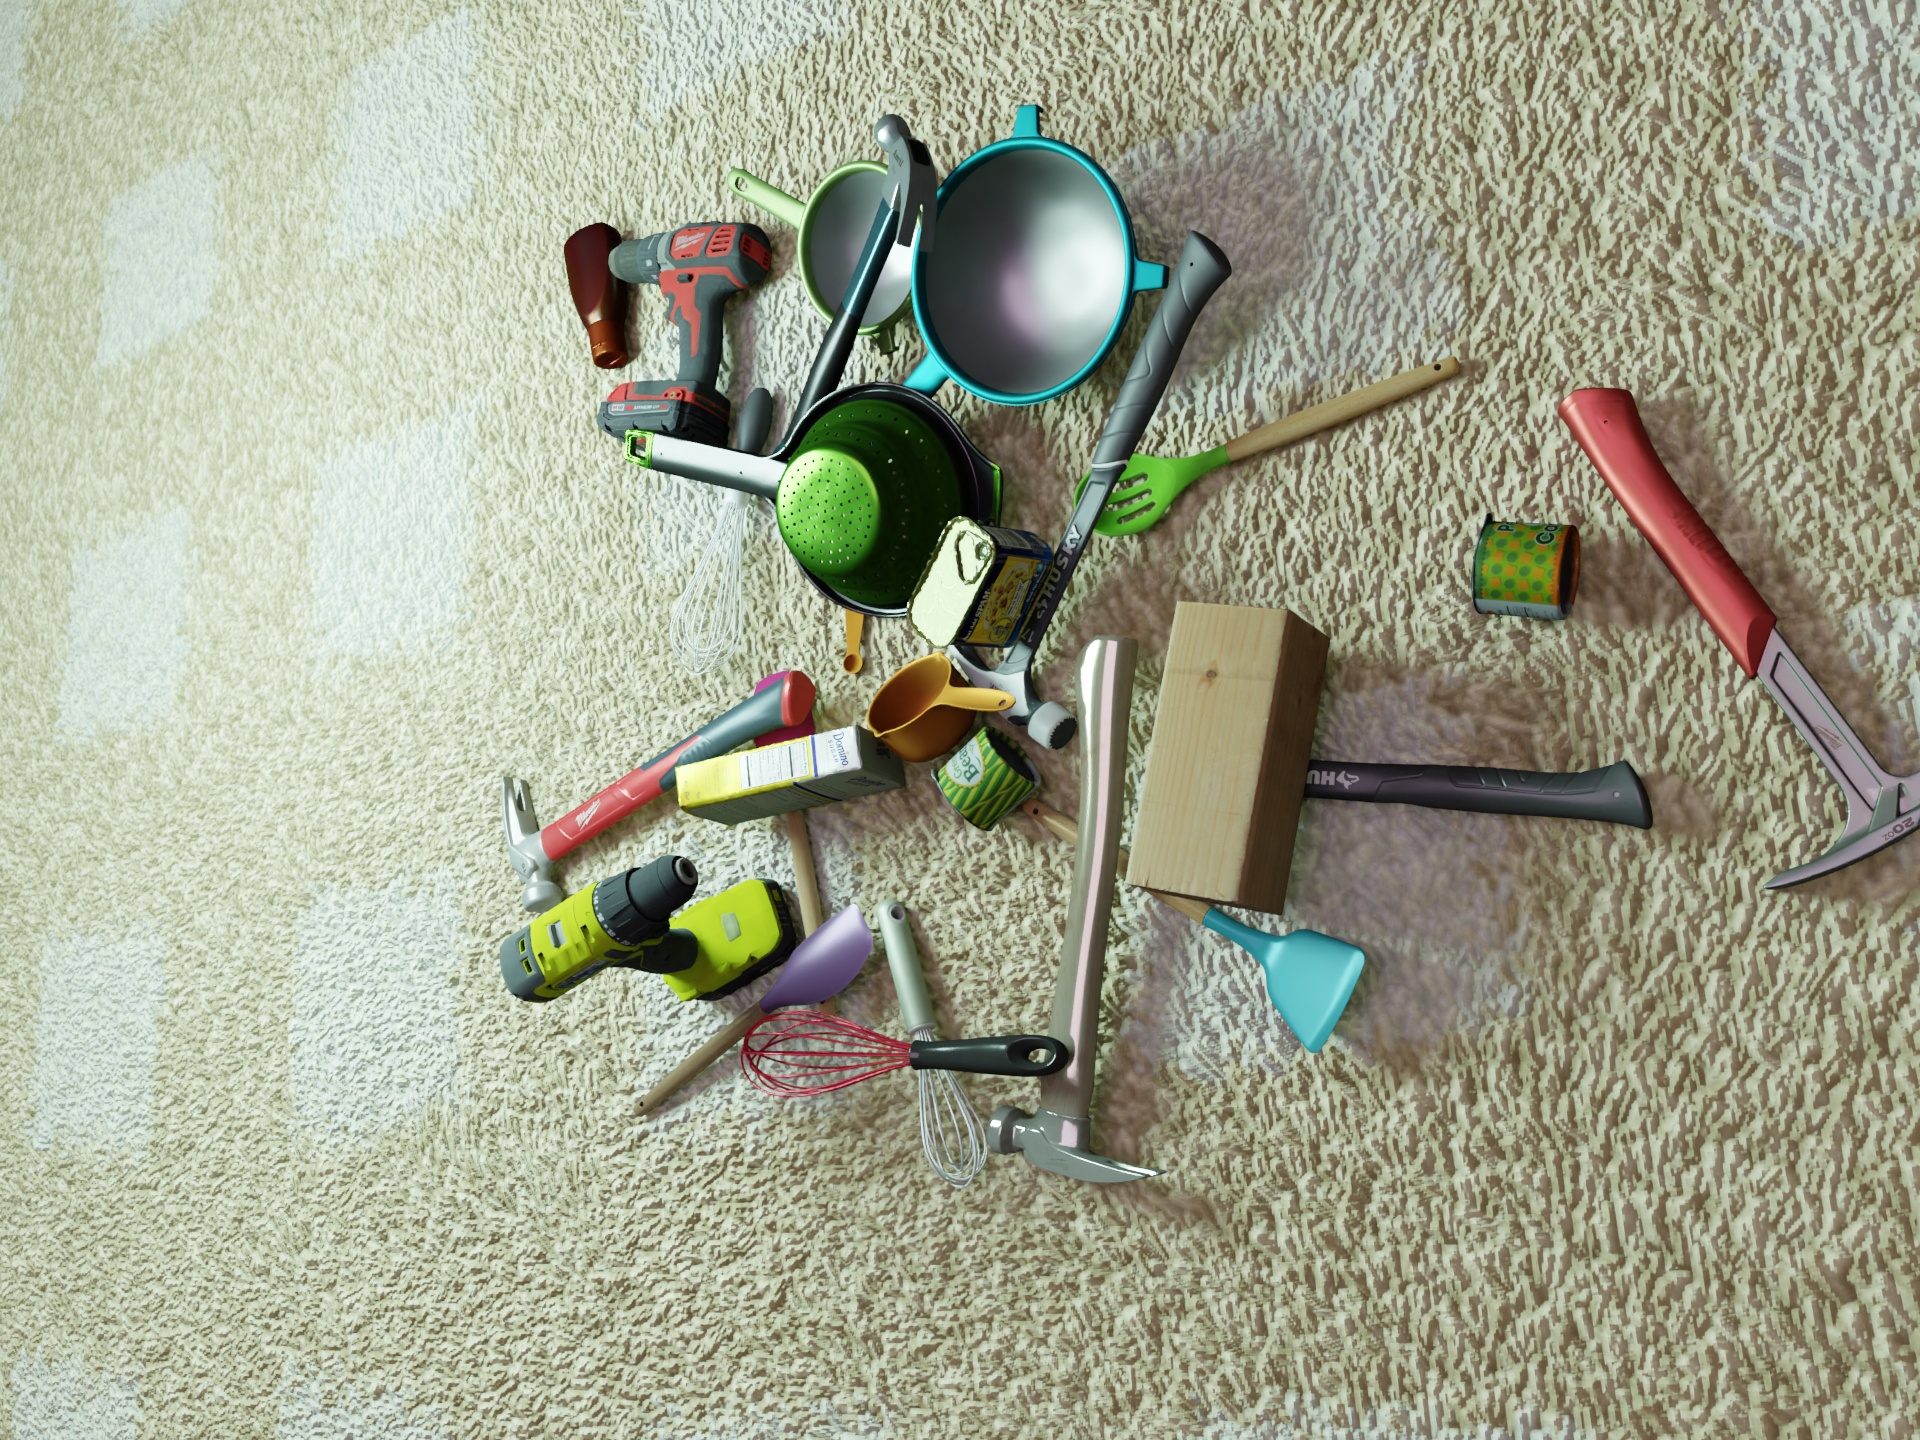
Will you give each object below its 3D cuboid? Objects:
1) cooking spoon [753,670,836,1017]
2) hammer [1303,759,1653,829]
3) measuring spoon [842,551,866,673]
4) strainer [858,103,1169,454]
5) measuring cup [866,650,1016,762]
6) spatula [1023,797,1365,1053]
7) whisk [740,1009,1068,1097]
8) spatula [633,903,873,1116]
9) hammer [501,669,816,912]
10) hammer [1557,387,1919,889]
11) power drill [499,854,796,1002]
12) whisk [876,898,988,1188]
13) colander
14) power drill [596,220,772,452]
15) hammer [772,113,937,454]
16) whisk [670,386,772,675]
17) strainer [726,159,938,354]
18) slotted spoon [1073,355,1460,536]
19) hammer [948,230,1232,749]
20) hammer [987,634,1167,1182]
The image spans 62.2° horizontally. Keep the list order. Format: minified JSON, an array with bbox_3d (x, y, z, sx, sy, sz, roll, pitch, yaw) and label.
[{"bbox_3d":[-0.143,0.106,1.413,0.069,0.017,0.319,-21,70,26],"label":"cooking spoon"},{"bbox_3d":[0.314,0.051,1.135,0.335,0.035,0.146,3,82,32],"label":"hammer"},{"bbox_3d":[-0.093,-0.097,1.428,0.021,0.011,0.117,-3,75,20],"label":"measuring spoon"},{"bbox_3d":[0.030,-0.332,1.354,0.340,0.095,0.211,-43,75,33],"label":"strainer"},{"bbox_3d":[-0.002,-0.004,1.297,0.174,0.052,0.095,6,53,50],"label":"measuring cup"},{"bbox_3d":[0.164,0.134,1.206,0.318,0.044,0.082,30,101,33],"label":"spatula"},{"bbox_3d":[-0.052,0.263,1.254,0.296,0.073,0.073,-5,78,27],"label":"whisk"},{"bbox_3d":[-0.187,0.267,1.396,0.316,0.018,0.060,-40,60,24],"label":"spatula"},{"bbox_3d":[-0.291,0.040,1.494,0.386,0.038,0.143,-30,65,27],"label":"hammer"},{"bbox_3d":[0.497,-0.072,1.046,0.149,0.036,0.359,-36,65,21],"label":"hammer"},{"bbox_3d":[-0.244,0.175,1.336,0.190,0.228,0.080,-32,66,23],"label":"power drill"},{"bbox_3d":[-0.029,0.260,1.300,0.059,0.057,0.247,-46,52,46],"label":"whisk"},{"bbox_3d":[-0.159,-0.202,1.382,0.397,0.094,0.204,16,109,26],"label":"colander"},{"bbox_3d":[-0.287,-0.380,1.563,0.188,0.080,0.227,7,81,32],"label":"power drill"},{"bbox_3d":[-0.099,-0.350,1.393,0.330,0.033,0.128,-61,37,35],"label":"hammer"},{"bbox_3d":[-0.216,-0.179,1.494,0.070,0.070,0.285,7,80,32],"label":"whisk"},{"bbox_3d":[-0.109,-0.451,1.460,0.257,0.069,0.151,36,120,28],"label":"strainer"},{"bbox_3d":[0.234,-0.216,1.241,0.314,0.031,0.070,-19,72,25],"label":"slotted spoon"},{"bbox_3d":[0.107,-0.186,1.259,0.149,0.036,0.408,38,114,34],"label":"hammer"},{"bbox_3d":[0.107,0.141,1.215,0.146,0.038,0.411,5,87,39],"label":"hammer"}]
